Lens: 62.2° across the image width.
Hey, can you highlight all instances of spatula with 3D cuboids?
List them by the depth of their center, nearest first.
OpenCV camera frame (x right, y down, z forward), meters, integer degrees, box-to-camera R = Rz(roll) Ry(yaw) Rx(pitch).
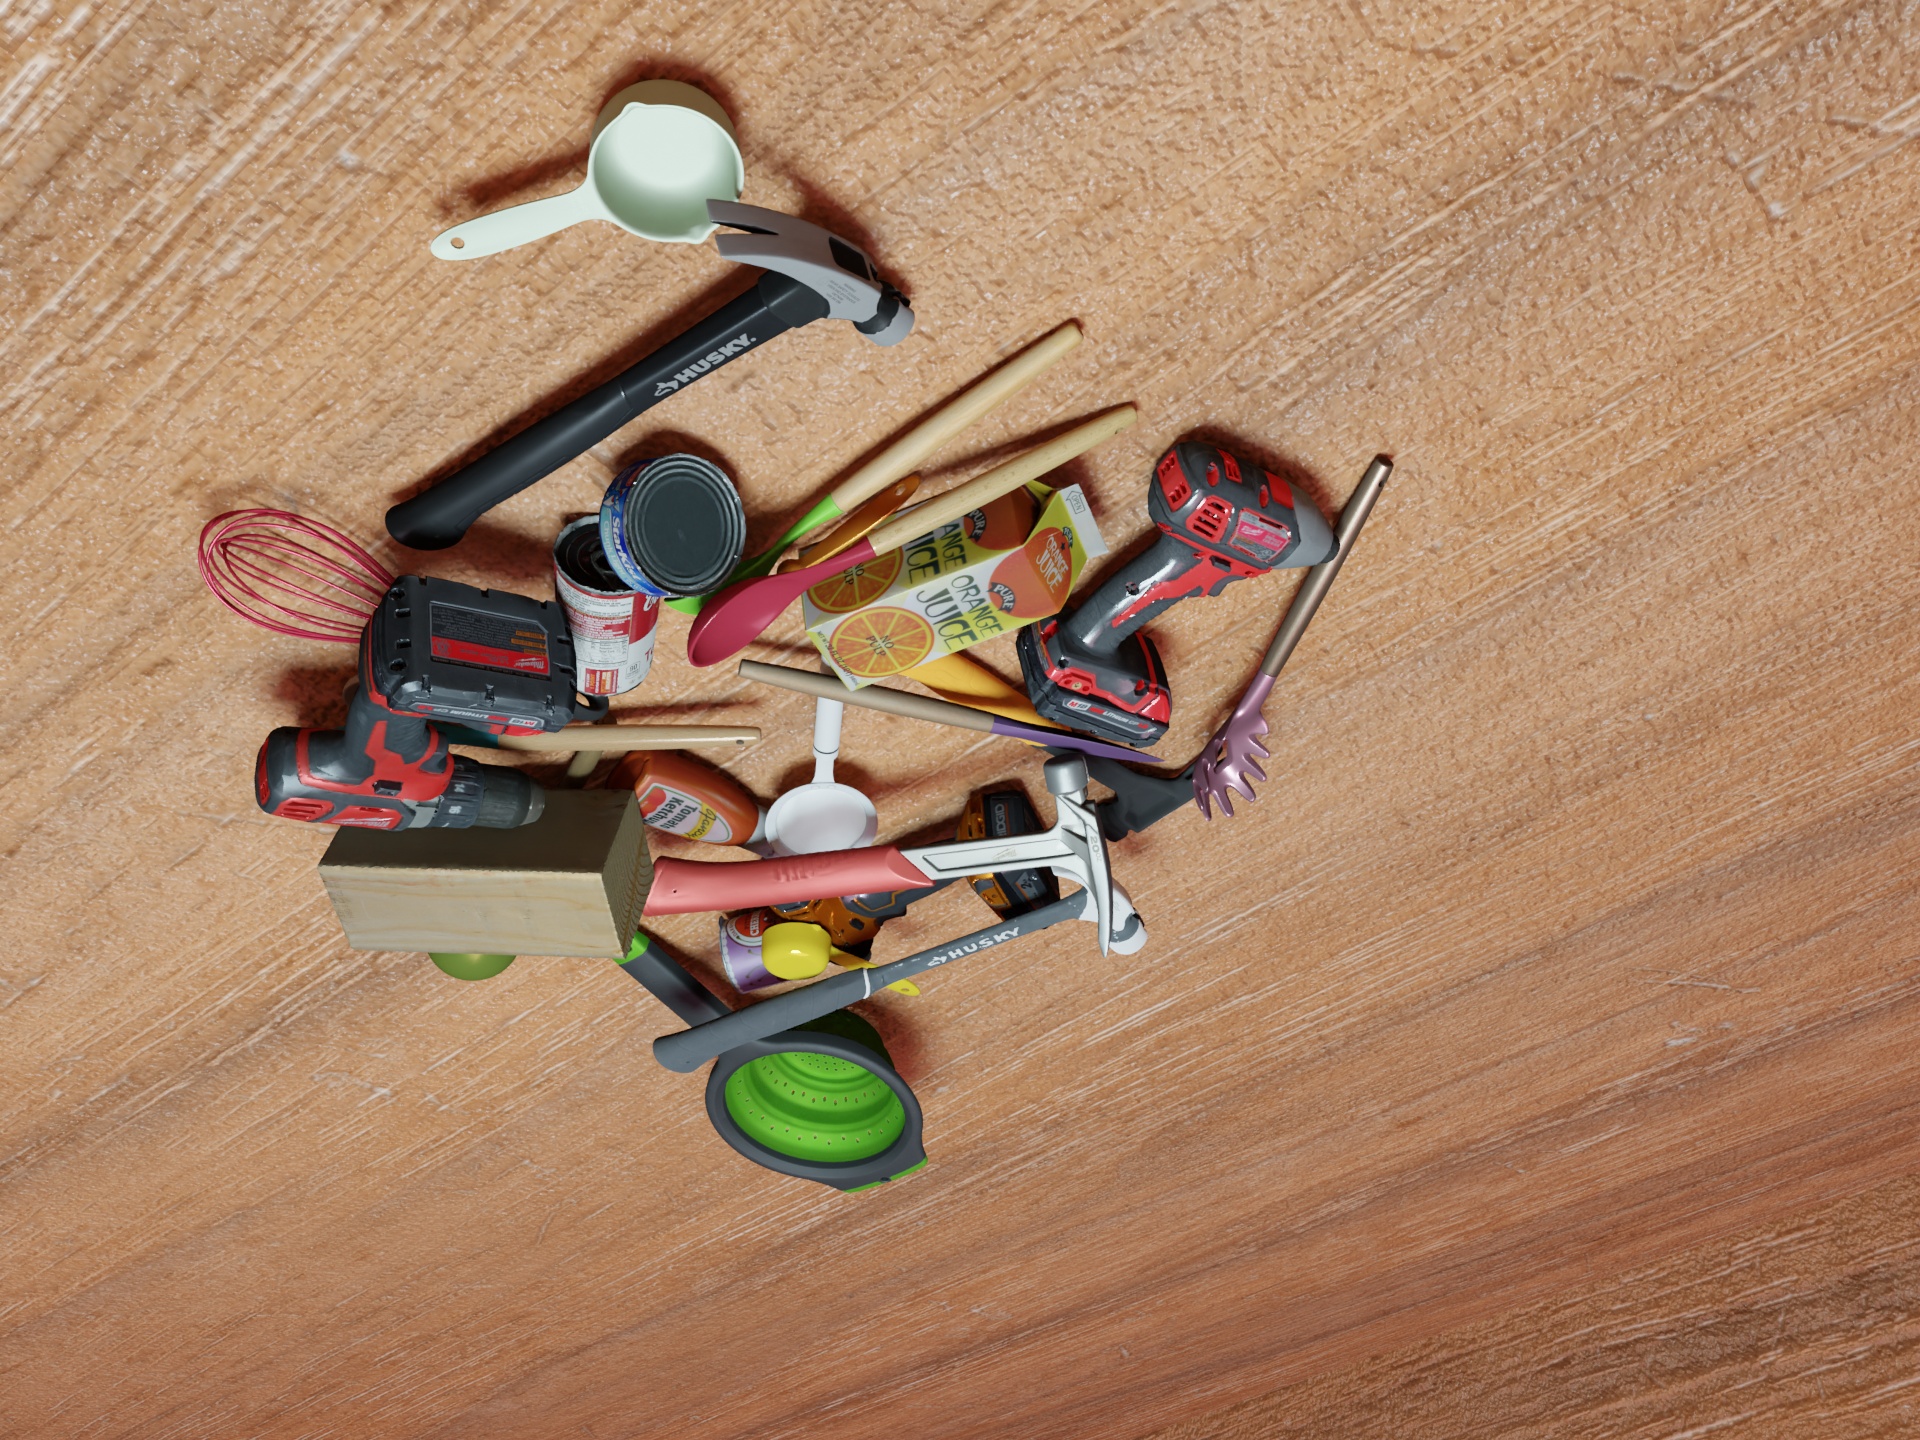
[{"bbox_3d":[-0.300,0.022,1.122,0.317,0.044,0.082,-1,138,-1],"label":"spatula"},{"bbox_3d":[-0.002,-0.004,1.126,0.315,0.018,0.060,13,175,-15],"label":"spatula"}]

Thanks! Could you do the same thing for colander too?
[{"bbox_3d":[-0.180,0.283,1.465,0.204,0.095,0.396,-27,121,26],"label":"colander"}]

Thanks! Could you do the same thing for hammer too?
[{"bbox_3d":[-0.198,-0.179,0.894,0.335,0.035,0.146,-24,160,23],"label":"hammer"},{"bbox_3d":[-0.068,0.120,1.185,0.359,0.037,0.149,-8,101,13],"label":"hammer"},{"bbox_3d":[0.058,-0.001,1.193,0.127,0.034,0.336,-35,135,29],"label":"hammer"},{"bbox_3d":[-0.061,0.202,1.272,0.409,0.036,0.149,-22,140,11],"label":"hammer"}]

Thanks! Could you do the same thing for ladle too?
[{"bbox_3d":[-0.032,-0.119,0.982,0.315,0.031,0.069,-27,165,-1],"label":"ladle"},{"bbox_3d":[-0.336,0.099,1.235,0.078,0.062,0.320,18,127,-27],"label":"ladle"}]

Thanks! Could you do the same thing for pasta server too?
[{"bbox_3d":[0.237,-0.051,1.141,0.060,0.040,0.316,-7,137,-32],"label":"pasta server"}]

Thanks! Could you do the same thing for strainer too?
[{"bbox_3d":[-0.099,0.025,1.181,0.087,0.050,0.258,1,132,-10],"label":"strainer"}]

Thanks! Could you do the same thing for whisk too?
[{"bbox_3d":[-0.343,-0.058,1.018,0.073,0.073,0.295,-33,141,26],"label":"whisk"}]

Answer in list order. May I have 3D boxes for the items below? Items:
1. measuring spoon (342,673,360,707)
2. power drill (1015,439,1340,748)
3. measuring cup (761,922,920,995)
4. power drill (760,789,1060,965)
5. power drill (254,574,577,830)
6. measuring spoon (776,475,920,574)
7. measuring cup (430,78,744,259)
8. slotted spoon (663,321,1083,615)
[{"bbox_3d":[-0.361,-0.019,1.099,0.124,0.018,0.034,3,140,-27],"label":"measuring spoon"},{"bbox_3d":[0.148,-0.084,1.081,0.143,0.079,0.219,17,131,-30],"label":"power drill"},{"bbox_3d":[-0.096,0.210,1.315,0.156,0.029,0.062,28,135,-29],"label":"measuring cup"},{"bbox_3d":[-0.036,0.143,1.317,0.226,0.084,0.164,-14,142,12],"label":"power drill"},{"bbox_3d":[-0.322,0.008,1.011,0.187,0.080,0.226,11,147,-37],"label":"power drill"},{"bbox_3d":[-0.074,-0.123,1.016,0.117,0.021,0.011,-33,137,17],"label":"measuring spoon"},{"bbox_3d":[-0.190,-0.271,0.804,0.167,0.038,0.083,-15,141,9],"label":"measuring cup"},{"bbox_3d":[-0.056,-0.148,0.979,0.313,0.070,0.031,-33,102,19],"label":"slotted spoon"}]
